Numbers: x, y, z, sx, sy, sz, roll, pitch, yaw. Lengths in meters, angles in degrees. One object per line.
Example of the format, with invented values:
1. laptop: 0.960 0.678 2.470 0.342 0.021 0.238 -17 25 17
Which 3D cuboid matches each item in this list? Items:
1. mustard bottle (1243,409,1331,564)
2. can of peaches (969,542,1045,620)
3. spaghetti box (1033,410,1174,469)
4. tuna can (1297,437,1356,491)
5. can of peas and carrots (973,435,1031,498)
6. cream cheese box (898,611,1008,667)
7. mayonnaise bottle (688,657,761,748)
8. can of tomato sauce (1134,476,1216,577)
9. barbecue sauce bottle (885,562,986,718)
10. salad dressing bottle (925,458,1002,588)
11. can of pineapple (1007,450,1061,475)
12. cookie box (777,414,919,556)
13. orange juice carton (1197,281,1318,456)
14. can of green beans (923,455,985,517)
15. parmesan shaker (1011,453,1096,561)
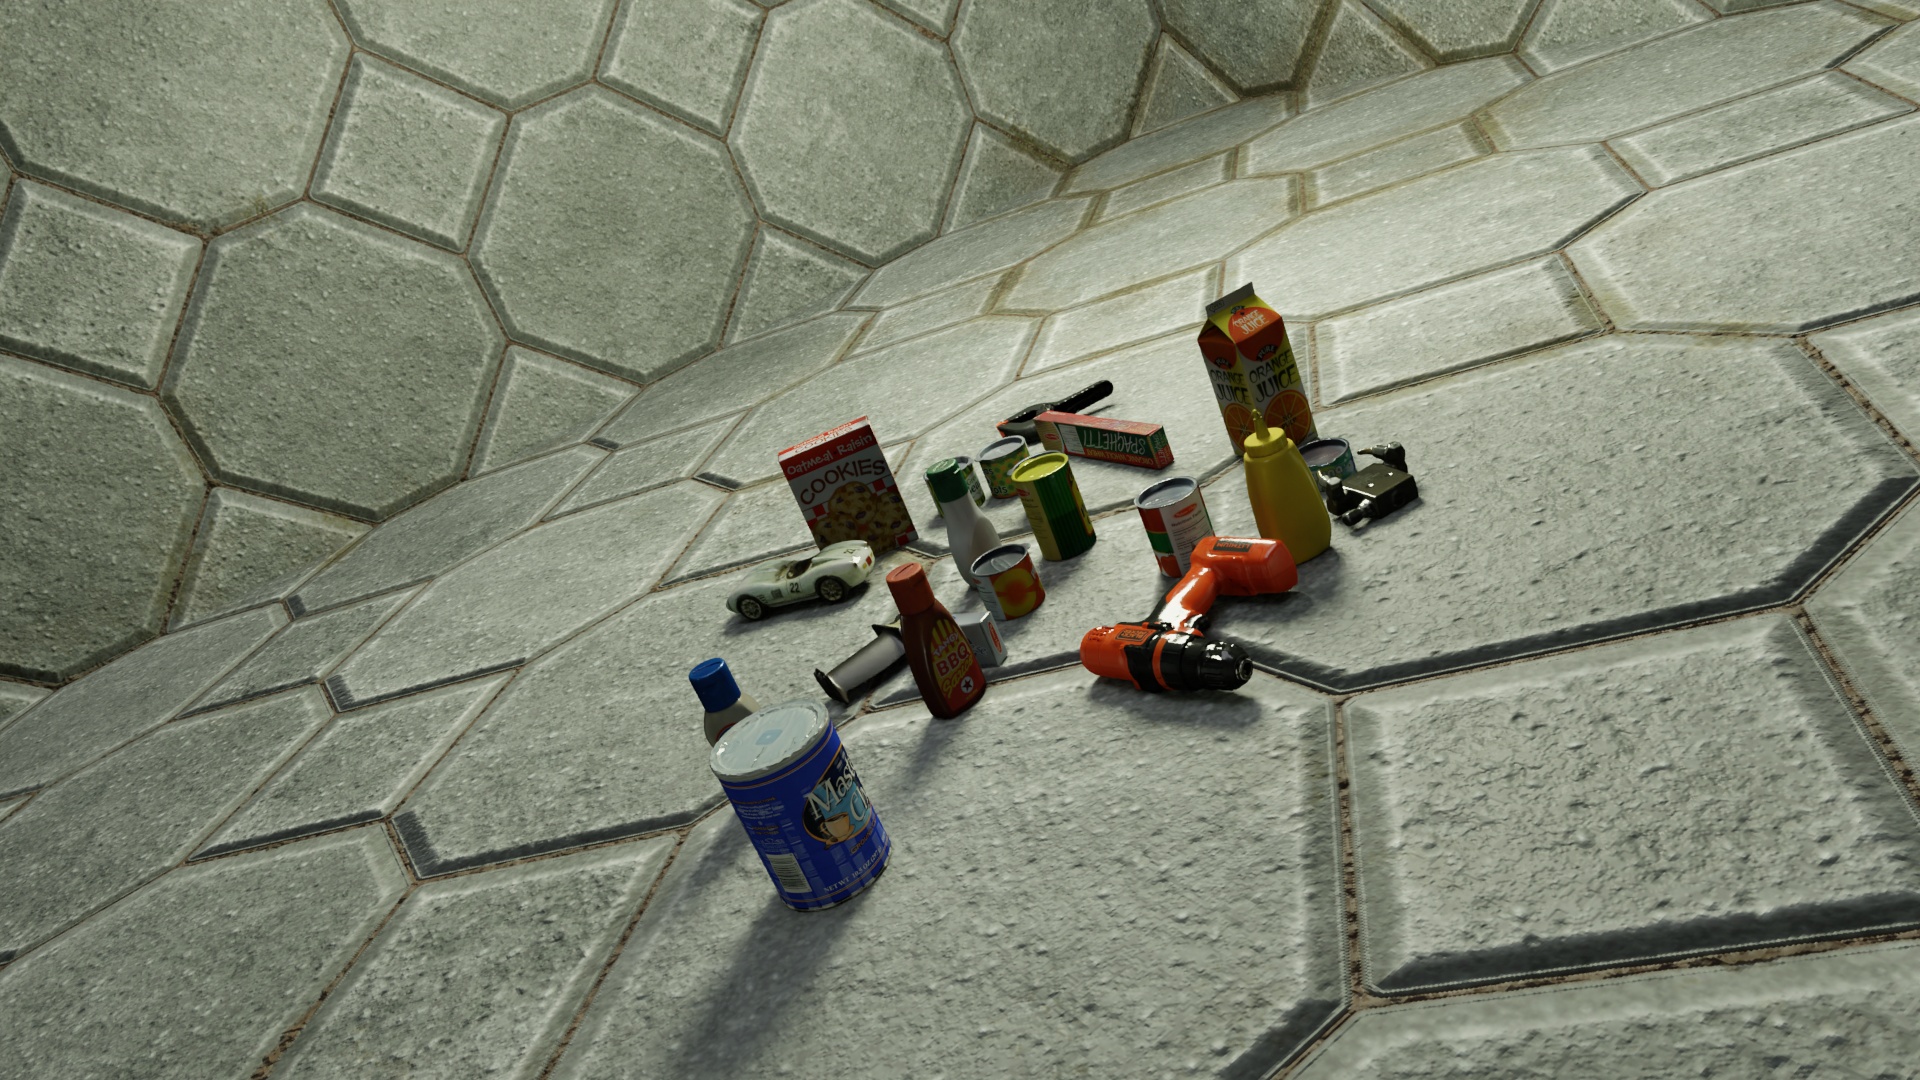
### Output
1. mustard bottle: 0.304 -0.056 1.322 0.065 0.159 0.049 -26 21 -8
2. can of peaches: 0.052 0.043 1.473 0.071 0.058 0.071 -19 22 8
3. spaghetti box: 0.178 -0.129 1.766 0.029 0.050 0.250 -32 23 -23
4. tuna can: 0.384 -0.079 1.471 0.071 0.032 0.071 -19 22 8
5. can of peas and carrots: 0.059 -0.093 1.786 0.071 0.058 0.071 -19 22 8
6. cream cheese box: -0.008 0.102 1.399 0.103 0.053 0.024 -7 26 34
7. mayonnaise bottle: -0.204 0.179 1.282 0.065 0.147 0.041 -22 21 1
8. can of tomato sauce: 0.220 -0.014 1.410 0.071 0.082 0.071 -20 21 8
9. barbecue sauce bottle: -0.027 0.092 1.312 0.043 0.148 0.065 2 32 47
10. salad dressing bottle: 0.006 -0.019 1.544 0.044 0.147 0.064 -5 27 38
11. can of pineapple: 0.101 -0.069 1.690 0.071 0.057 0.071 -19 22 8
12. cookie box: -0.141 -0.056 1.747 0.123 0.167 0.040 -23 21 -1
13. orange juice carton: 0.330 -0.191 1.568 0.072 0.192 0.073 -30 22 -19
14. can of green beans: -0.007 -0.069 1.795 0.071 0.057 0.071 -19 22 8
15. parmesan shaker: 0.104 -0.038 1.551 0.071 0.102 0.071 -20 21 8
